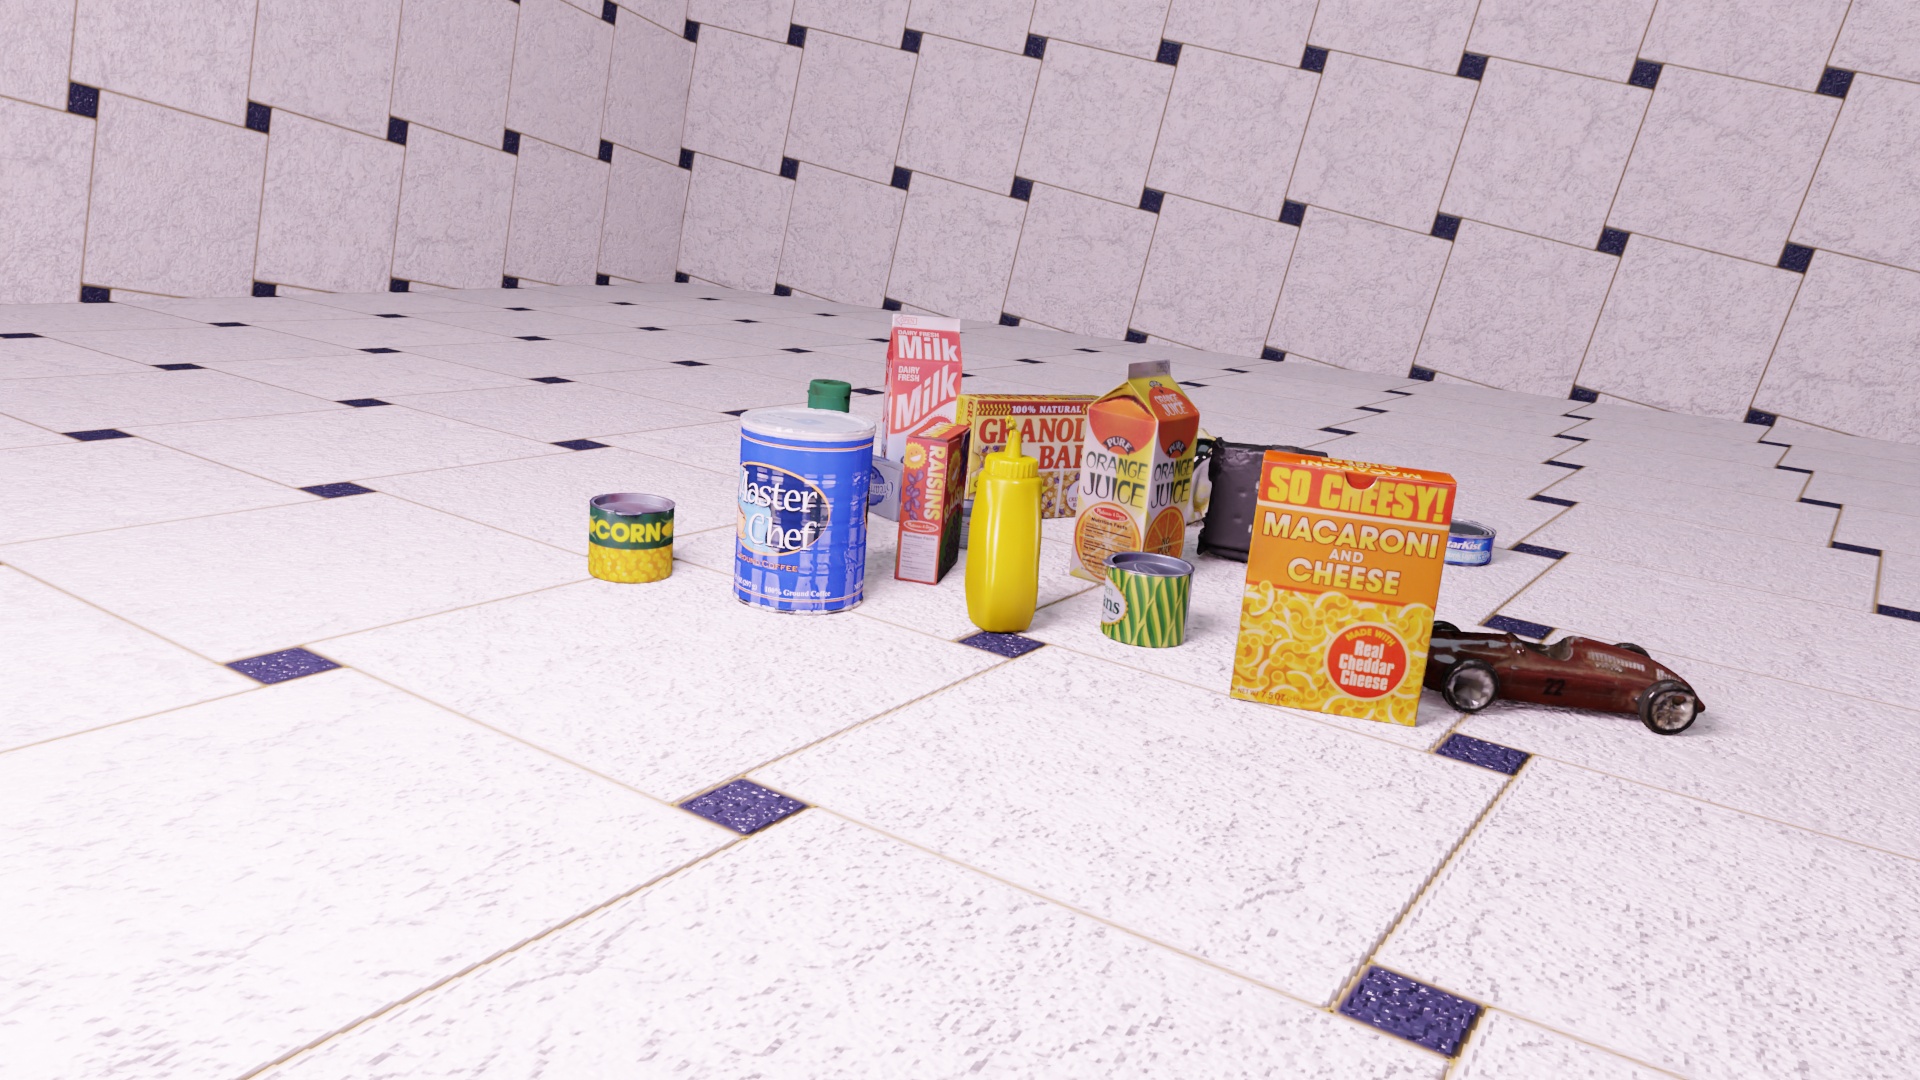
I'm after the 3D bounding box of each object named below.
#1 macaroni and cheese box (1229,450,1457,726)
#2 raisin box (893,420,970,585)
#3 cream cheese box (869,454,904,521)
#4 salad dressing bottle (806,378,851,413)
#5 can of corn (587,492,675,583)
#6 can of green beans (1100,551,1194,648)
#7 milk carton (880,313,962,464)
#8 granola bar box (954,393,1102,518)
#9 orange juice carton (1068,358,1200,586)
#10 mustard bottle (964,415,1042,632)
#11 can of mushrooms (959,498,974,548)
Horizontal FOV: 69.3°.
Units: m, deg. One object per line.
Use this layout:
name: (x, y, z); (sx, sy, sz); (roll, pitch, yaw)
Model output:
macaroni and cheese box: (0.252, 0.031, 0.923); (0.124, 0.166, 0.040); (8, 14, 10)
raisin box: (-0.023, -0.033, 1.168); (0.040, 0.123, 0.086); (8, 14, 12)
cream cheese box: (-0.085, -0.056, 1.379); (0.024, 0.053, 0.104); (-7, 18, -41)
salad dressing bottle: (-0.119, -0.065, 1.212); (0.044, 0.147, 0.064); (9, 14, 14)
can of corn: (-0.259, -0.002, 1.091); (0.071, 0.058, 0.071); (5, 14, -1)
can of green beans: (0.141, 0.044, 1.054); (0.071, 0.057, 0.071); (5, 14, -1)
milk carton: (-0.041, -0.135, 1.428); (0.072, 0.190, 0.073); (3, 14, -10)
granola bar box: (0.071, -0.085, 1.405); (0.166, 0.123, 0.039); (-3, 16, -31)
orange juice carton: (0.151, -0.059, 1.191); (0.073, 0.192, 0.072); (16, 17, 37)
mustard bottle: (0.035, -0.013, 1.035); (0.049, 0.159, 0.065); (1, 14, -18)
can of mushrooms: (0.005, -0.016, 1.294); (0.071, 0.033, 0.071); (5, 14, -1)
